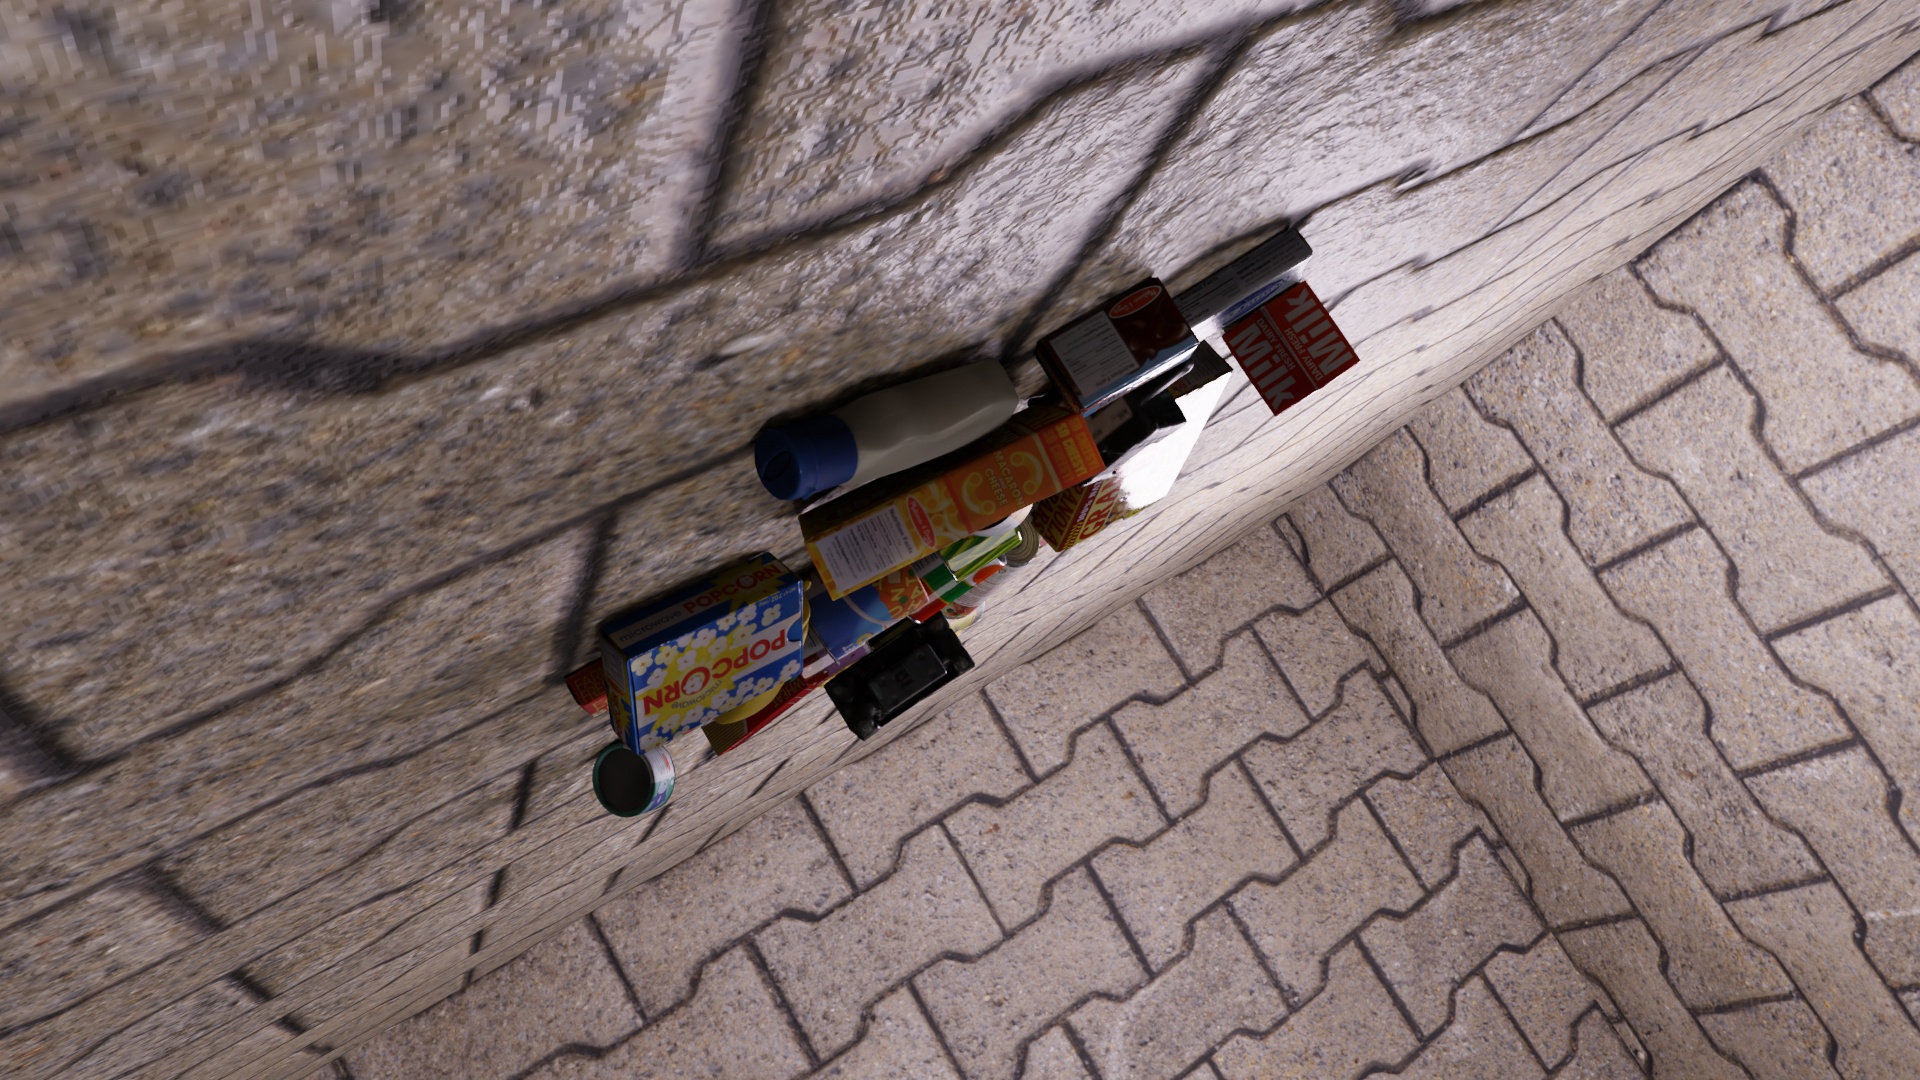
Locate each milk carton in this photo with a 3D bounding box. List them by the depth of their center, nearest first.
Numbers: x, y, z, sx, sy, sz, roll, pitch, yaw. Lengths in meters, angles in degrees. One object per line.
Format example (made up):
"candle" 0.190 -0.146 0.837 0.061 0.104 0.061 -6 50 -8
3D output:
"milk carton" 0.246 -0.142 1.032 0.073 0.072 0.191 -34 179 15

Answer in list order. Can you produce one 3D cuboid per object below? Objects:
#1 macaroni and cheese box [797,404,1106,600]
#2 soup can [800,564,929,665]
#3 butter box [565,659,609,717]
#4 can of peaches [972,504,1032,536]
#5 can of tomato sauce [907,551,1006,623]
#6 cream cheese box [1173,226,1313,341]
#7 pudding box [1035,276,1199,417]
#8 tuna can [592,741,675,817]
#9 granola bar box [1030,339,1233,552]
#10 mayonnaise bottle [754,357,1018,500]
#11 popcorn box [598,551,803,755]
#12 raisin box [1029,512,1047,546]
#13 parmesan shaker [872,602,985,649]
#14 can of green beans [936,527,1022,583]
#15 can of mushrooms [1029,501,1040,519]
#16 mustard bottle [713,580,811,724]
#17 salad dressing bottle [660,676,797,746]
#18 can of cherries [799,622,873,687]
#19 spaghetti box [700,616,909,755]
"macaroni and cheese box" -0.011 -0.027 0.808 0.167 0.040 0.124 -26 -170 -5
"soup can" -0.073 0.041 1.022 0.084 0.071 0.071 -31 171 -6
"butter box" -0.210 0.081 0.929 0.104 0.024 0.053 -29 171 -15
"can of peaches" 0.014 -0.039 0.910 0.071 0.071 0.058 -33 170 6
"can of tomato sauce" -0.015 0.016 1.088 0.083 0.071 0.071 -34 170 11
"cream cheese box" 0.181 -0.164 0.918 0.104 0.024 0.053 -32 172 -1
"pudding box" 0.093 -0.113 0.822 0.084 0.050 0.030 -31 172 -8
"tuna can" -0.287 0.208 1.210 0.071 0.071 0.033 -35 169 18
"granola bar box" 0.132 -0.071 1.084 0.125 0.039 0.164 -26 155 -29
"mayonnaise bottle" -0.038 -0.057 0.719 0.149 0.041 0.064 -22 171 -43
"popcorn box" -0.161 0.071 0.878 0.127 0.038 0.084 -26 137 -32
"raisin box" 0.069 -0.022 1.255 0.124 0.040 0.085 -21 165 -44
"parmesan shaker" -0.031 0.062 1.277 0.103 0.071 0.071 -22 166 -48
"can of green beans" 0.004 -0.012 1.013 0.058 0.071 0.071 -33 171 0
"can of mushrooms" 0.082 -0.049 1.170 0.071 0.033 0.071 -30 170 -6
"mustard bottle" -0.144 0.071 0.987 0.049 0.065 0.159 -25 161 -44
"salad dressing bottle" -0.194 0.120 1.124 0.148 0.044 0.064 -22 168 -47
"can of cherries" -0.109 0.074 1.085 0.058 0.071 0.071 -31 170 -6
"spaghetti box" -0.143 0.109 1.216 0.249 0.050 0.029 -38 170 30
